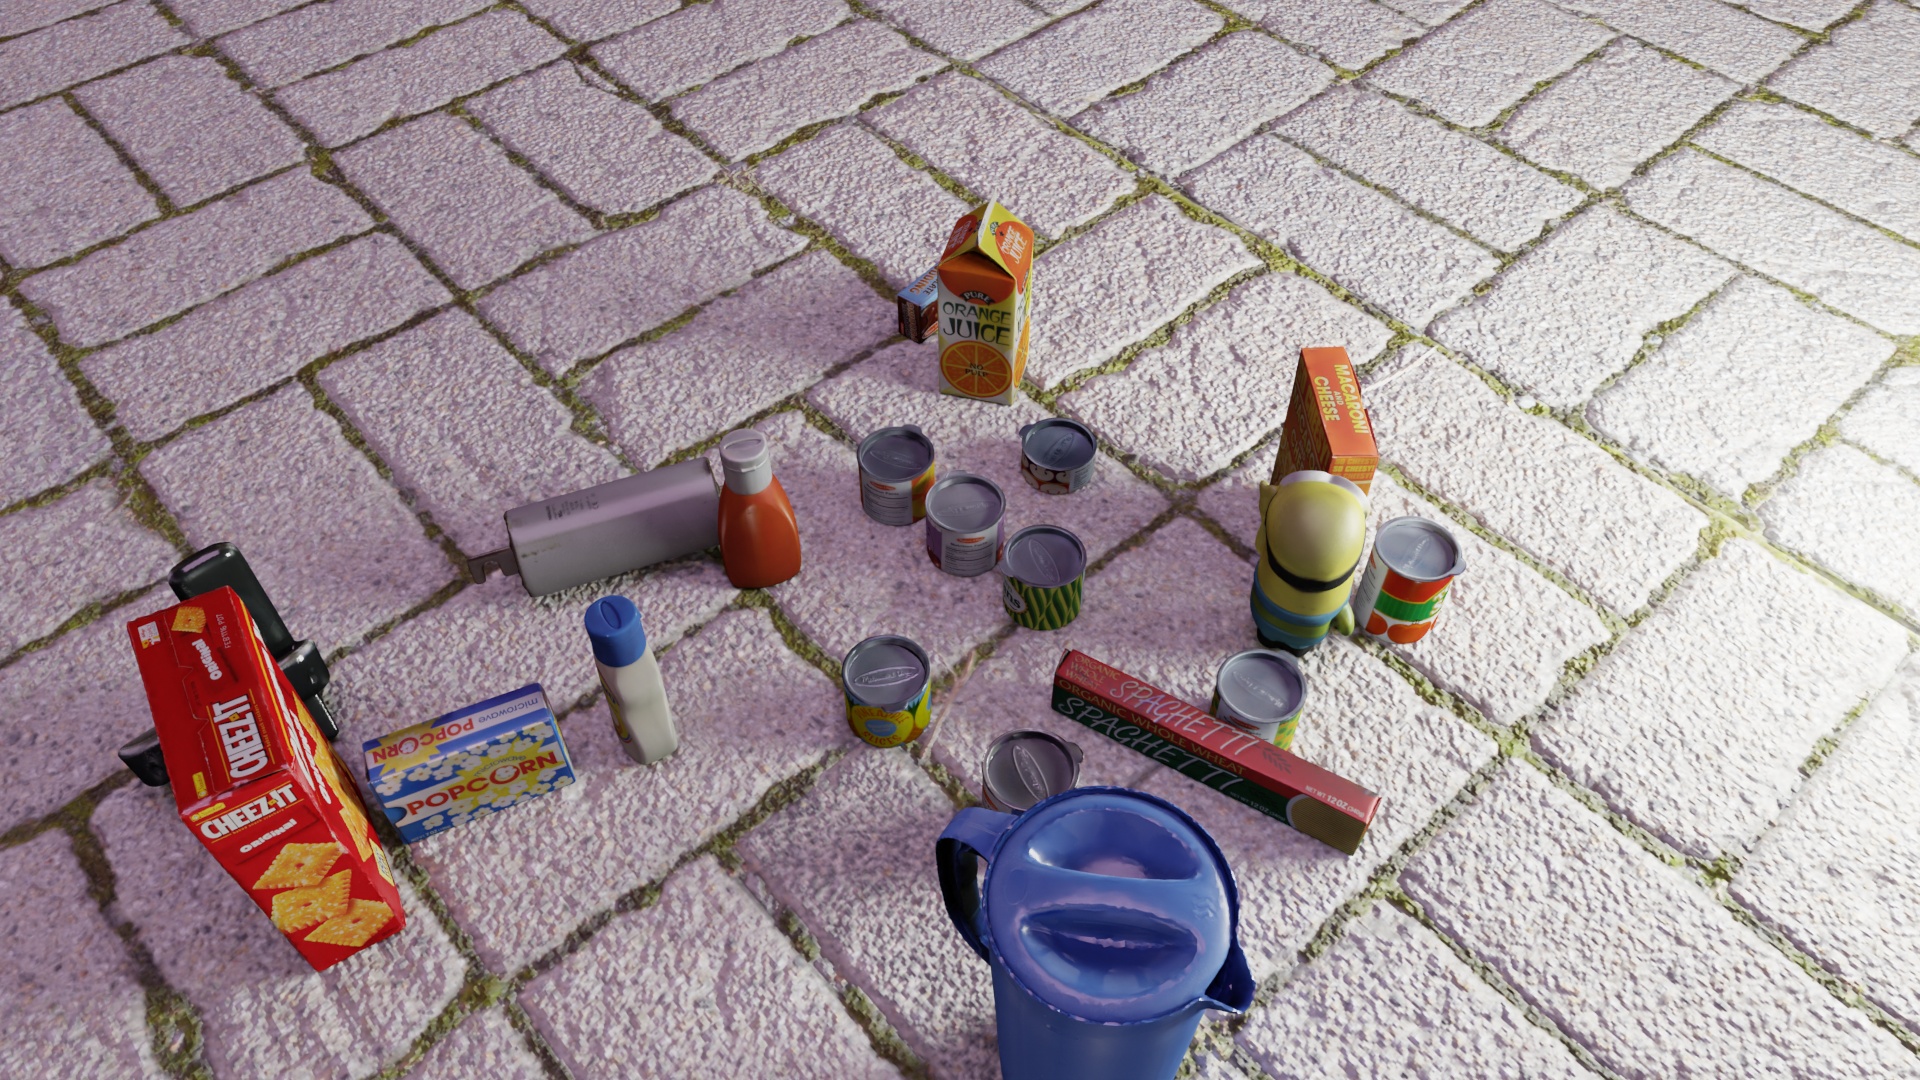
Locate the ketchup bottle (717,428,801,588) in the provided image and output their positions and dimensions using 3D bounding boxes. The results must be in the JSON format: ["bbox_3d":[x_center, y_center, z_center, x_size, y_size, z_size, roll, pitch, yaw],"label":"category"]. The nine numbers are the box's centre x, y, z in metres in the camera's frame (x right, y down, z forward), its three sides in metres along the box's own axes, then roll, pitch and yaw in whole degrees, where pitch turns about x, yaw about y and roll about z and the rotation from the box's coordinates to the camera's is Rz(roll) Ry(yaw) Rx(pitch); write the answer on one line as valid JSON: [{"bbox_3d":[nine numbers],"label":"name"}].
[{"bbox_3d":[-0.164,-0.024,1.105,0.065,0.148,0.044,-13,50,-11],"label":"ketchup bottle"}]

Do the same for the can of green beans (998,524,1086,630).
[{"bbox_3d":[0.067,0.030,1.118,0.071,0.057,0.071,0,49,0],"label":"can of green beans"}]

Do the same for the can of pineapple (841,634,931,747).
[{"bbox_3d":[-0.055,0.115,1.044,0.071,0.057,0.071,0,49,0],"label":"can of pineapple"}]

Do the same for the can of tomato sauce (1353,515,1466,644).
[{"bbox_3d":[0.354,0.033,1.099,0.071,0.082,0.071,0,49,0],"label":"can of tomato sauce"}]

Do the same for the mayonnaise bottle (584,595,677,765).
[{"bbox_3d":[-0.238,0.098,0.999,0.041,0.147,0.065,-26,54,-21],"label":"mayonnaise bottle"}]

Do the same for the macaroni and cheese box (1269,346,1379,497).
[{"bbox_3d":[0.290,-0.054,1.120,0.040,0.165,0.124,-1,49,-1],"label":"macaroni and cheese box"}]

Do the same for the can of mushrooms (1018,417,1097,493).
[{"bbox_3d":[0.084,-0.076,1.227,0.071,0.033,0.071,0,49,0],"label":"can of mushrooms"}]

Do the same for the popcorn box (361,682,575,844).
[{"bbox_3d":[-0.347,0.159,0.988,0.127,0.084,0.038,-19,52,-16],"label":"popcorn box"}]

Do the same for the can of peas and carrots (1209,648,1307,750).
[{"bbox_3d":[0.222,0.122,1.037,0.071,0.058,0.071,0,49,0],"label":"can of peas and carrots"}]

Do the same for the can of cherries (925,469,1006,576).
[{"bbox_3d":[0.004,-0.015,1.157,0.071,0.058,0.072,0,49,0],"label":"can of cherries"}]

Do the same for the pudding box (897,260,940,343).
[{"bbox_3d":[-0.025,-0.237,1.357,0.030,0.049,0.084,30,55,23],"label":"pudding box"}]

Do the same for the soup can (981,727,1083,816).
[{"bbox_3d":[0.050,0.180,0.970,0.071,0.083,0.072,0,49,0],"label":"soup can"}]

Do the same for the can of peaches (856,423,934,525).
[{"bbox_3d":[-0.053,-0.056,1.194,0.071,0.057,0.071,0,49,0],"label":"can of peaches"}]

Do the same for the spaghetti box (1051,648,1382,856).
[{"bbox_3d":[0.180,0.152,1.016,0.250,0.050,0.029,25,53,20],"label":"spaghetti box"}]

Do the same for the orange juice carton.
[{"bbox_3d":[0.023,-0.218,1.246,0.073,0.191,0.072,11,50,10],"label":"orange juice carton"}]
